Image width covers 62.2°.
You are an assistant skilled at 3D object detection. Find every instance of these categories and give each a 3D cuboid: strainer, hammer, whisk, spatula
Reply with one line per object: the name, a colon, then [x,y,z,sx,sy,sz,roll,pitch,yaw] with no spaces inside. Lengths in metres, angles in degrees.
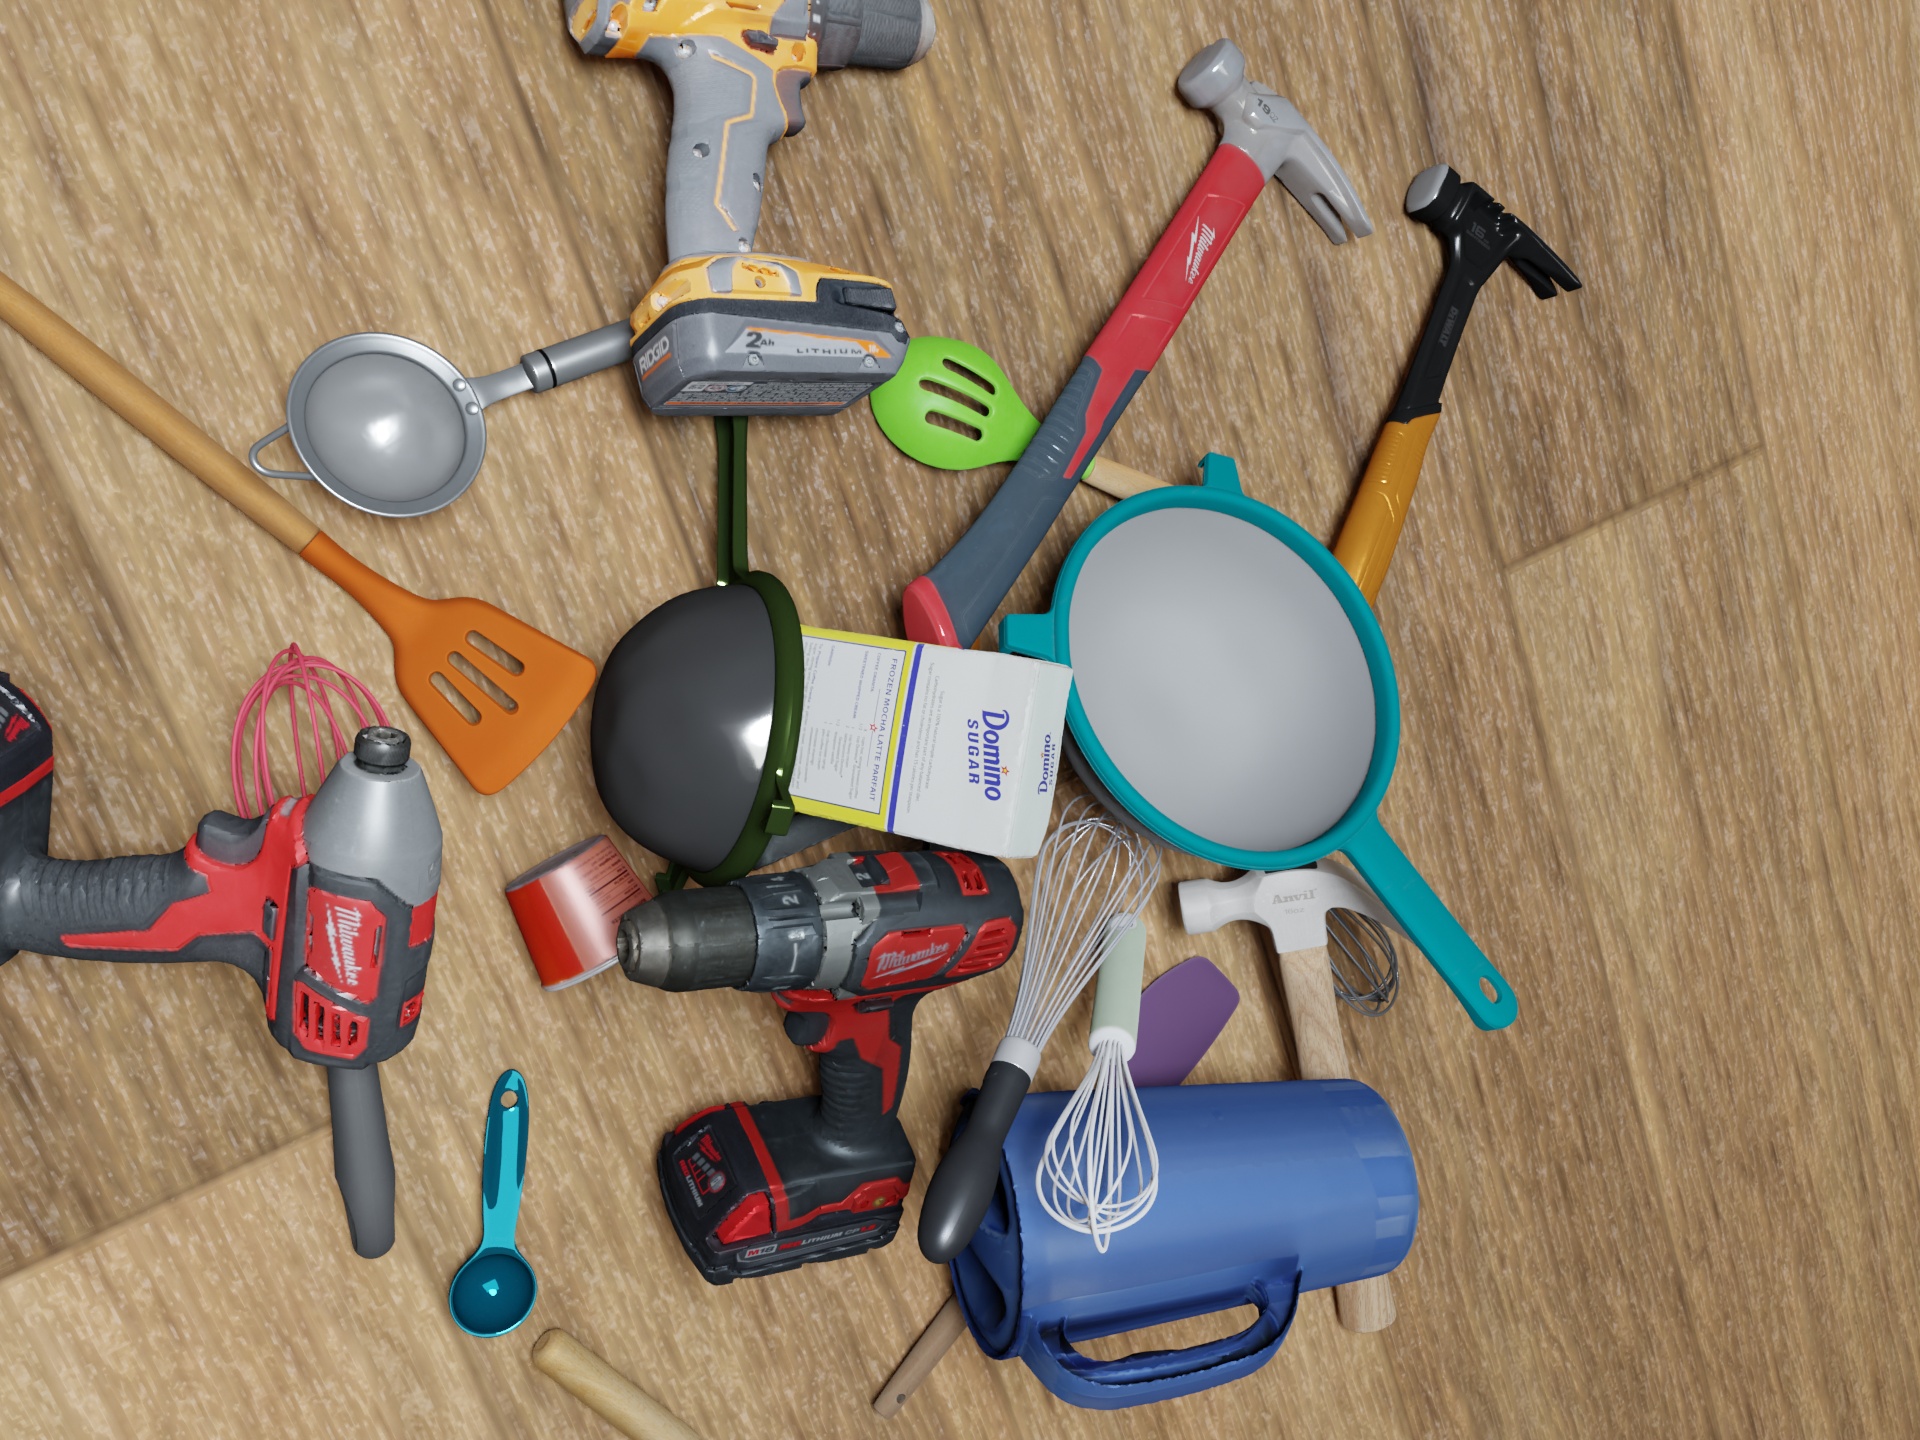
strainer: [-0.132,-0.050,0.747,0.069,0.151,0.256,8,70,-28]
hammer: [0.225,0.231,0.956,0.130,0.031,0.331,-11,111,9]
hammer: [0.269,-0.158,0.953,0.127,0.034,0.337,28,79,-23]
strainer: [-0.205,-0.159,0.746,0.258,0.050,0.087,-28,94,-26]
whisk: [0.078,0.174,0.819,0.058,0.246,0.059,-5,116,13]
spatula: [0.054,0.265,0.915,0.059,0.018,0.316,45,75,-19]
spatula: [-0.308,-0.095,0.704,0.322,0.041,0.081,42,85,-21]
whisk: [-0.283,0.110,0.726,0.073,0.073,0.295,-8,103,-24]
hammer: [0.093,-0.180,0.856,0.143,0.038,0.386,40,72,-25]
whisk: [-0.130,0.398,0.831,0.047,0.051,0.244,-46,108,-8]
whisk: [0.192,0.083,0.947,0.055,0.055,0.239,-41,105,-16]
whisk: [0.039,0.148,0.815,0.070,0.070,0.285,46,49,-21]
strainer: [0.164,0.037,0.857,0.211,0.095,0.340,-40,92,-32]

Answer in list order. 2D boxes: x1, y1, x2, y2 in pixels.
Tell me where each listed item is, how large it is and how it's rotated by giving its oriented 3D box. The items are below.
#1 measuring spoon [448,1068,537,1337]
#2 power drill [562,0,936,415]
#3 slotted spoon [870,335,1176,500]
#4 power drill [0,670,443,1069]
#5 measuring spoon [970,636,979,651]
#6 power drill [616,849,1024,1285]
measuring spoon: [-0.229,0.237,0.788,0.042,0.021,0.129,6,83,-24]
power drill: [-0.084,-0.265,0.761,0.185,0.084,0.226,-7,86,-32]
slotted spoon: [0.093,-0.135,0.892,0.313,0.031,0.070,19,82,-26]
power drill: [-0.321,0.053,0.640,0.219,0.079,0.143,13,109,-6]
measuring spoon: [-0.001,-0.003,0.868,0.021,0.011,0.117,6,93,-25]
power drill: [-0.083,0.158,0.747,0.187,0.080,0.226,-1,125,-32]
